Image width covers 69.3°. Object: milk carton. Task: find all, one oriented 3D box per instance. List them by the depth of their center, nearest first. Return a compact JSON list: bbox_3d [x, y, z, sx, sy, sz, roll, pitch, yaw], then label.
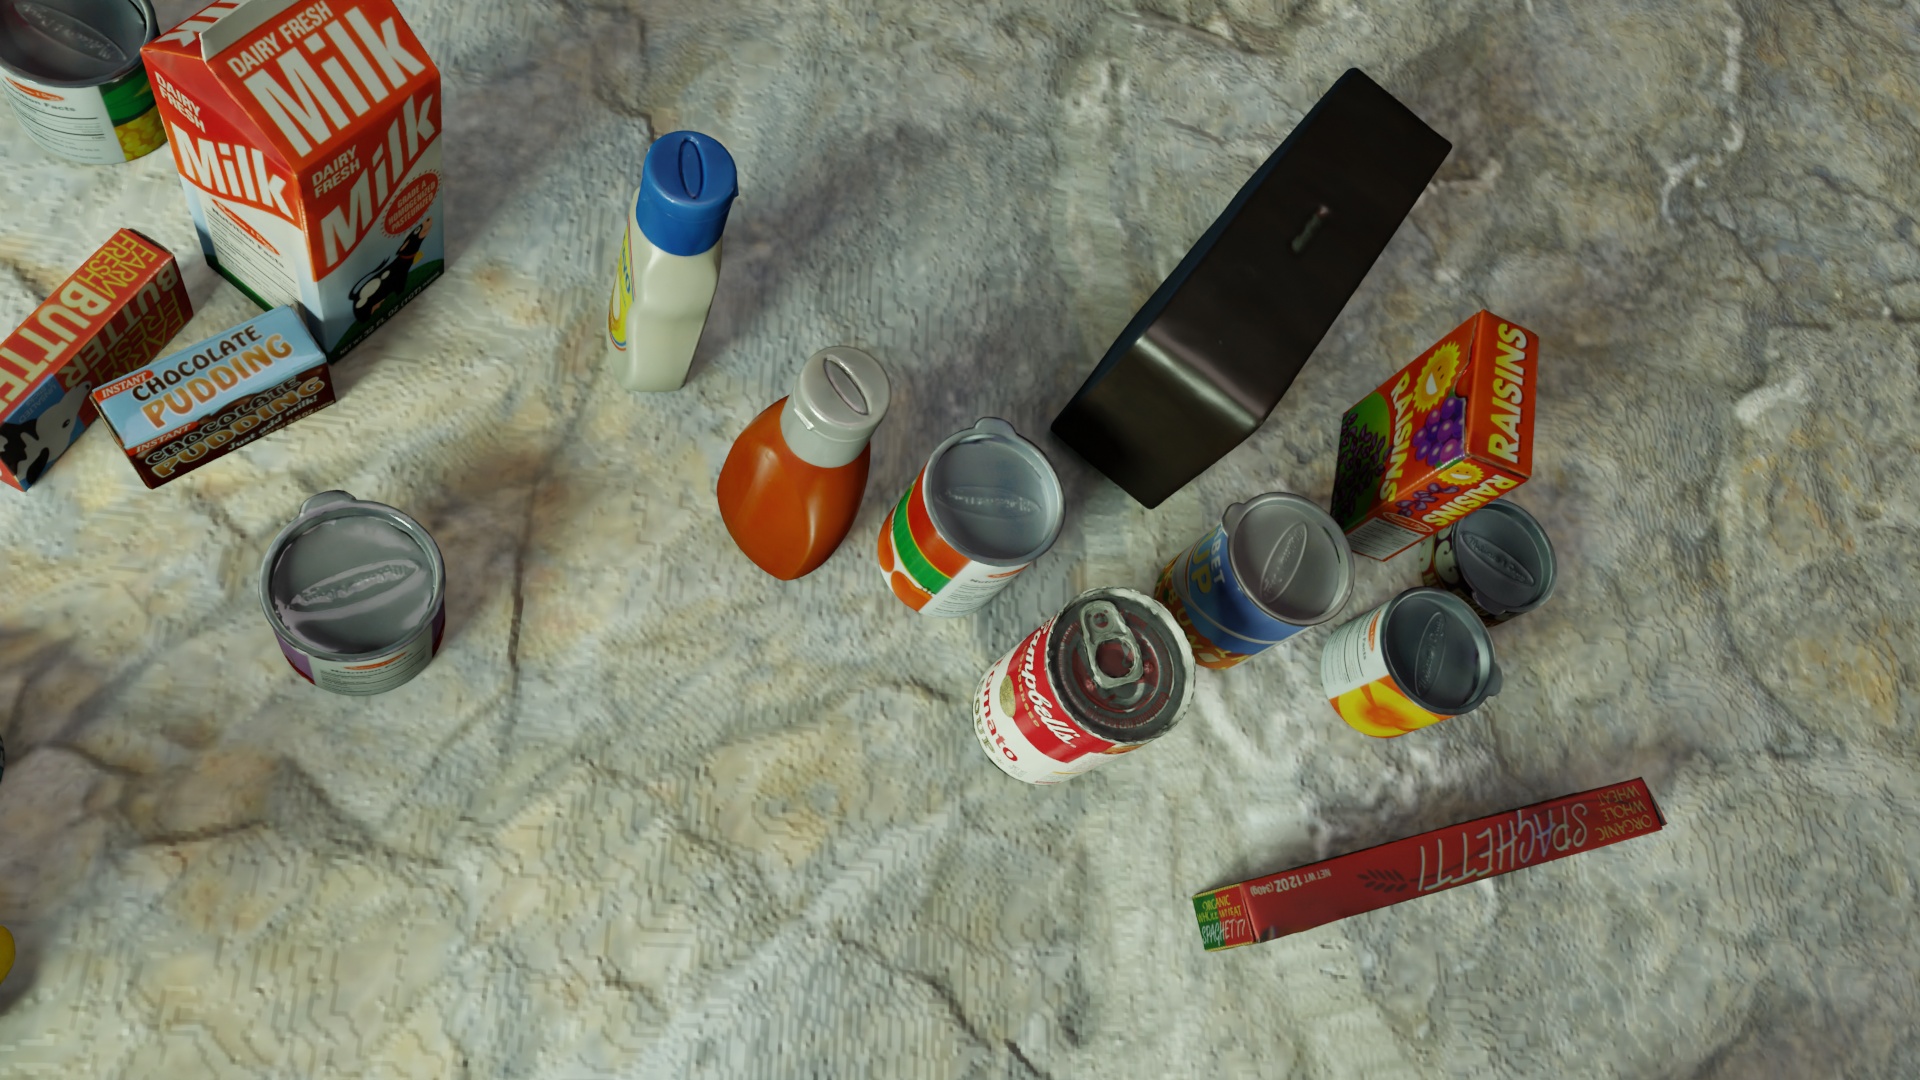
[{"bbox_3d":[-0.257,-0.155,0.549,0.073,0.189,0.072,39,63,-2],"label":"milk carton"}]

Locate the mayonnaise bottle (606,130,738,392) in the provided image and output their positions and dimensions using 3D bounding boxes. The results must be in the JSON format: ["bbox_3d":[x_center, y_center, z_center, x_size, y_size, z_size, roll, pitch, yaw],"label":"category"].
[{"bbox_3d":[-0.127,-0.121,0.604,0.041,0.147,0.065,-2,71,-20],"label":"mayonnaise bottle"}]

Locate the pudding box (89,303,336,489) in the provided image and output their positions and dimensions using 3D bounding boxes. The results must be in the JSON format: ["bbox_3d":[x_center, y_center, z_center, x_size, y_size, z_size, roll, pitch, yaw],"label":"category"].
[{"bbox_3d":[-0.306,-0.060,0.574,0.084,0.049,0.030,-34,84,-27],"label":"pudding box"}]

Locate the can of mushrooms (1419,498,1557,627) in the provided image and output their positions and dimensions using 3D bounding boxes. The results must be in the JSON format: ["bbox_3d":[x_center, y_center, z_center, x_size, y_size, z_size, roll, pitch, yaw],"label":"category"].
[{"bbox_3d":[0.288,0.014,0.762,0.071,0.033,0.071,7,68,-17],"label":"can of mushrooms"}]

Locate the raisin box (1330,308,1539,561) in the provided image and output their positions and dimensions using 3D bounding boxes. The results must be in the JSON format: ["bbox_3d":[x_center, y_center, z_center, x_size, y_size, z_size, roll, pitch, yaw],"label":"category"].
[{"bbox_3d":[0.243,-0.051,0.721,0.040,0.123,0.086,20,65,-11],"label":"raisin box"}]

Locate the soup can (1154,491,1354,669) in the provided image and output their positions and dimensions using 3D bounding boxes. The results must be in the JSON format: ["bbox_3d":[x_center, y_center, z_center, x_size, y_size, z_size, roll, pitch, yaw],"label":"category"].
[{"bbox_3d":[0.139,0.020,0.679,0.071,0.083,0.071,7,68,-17],"label":"soup can"}]

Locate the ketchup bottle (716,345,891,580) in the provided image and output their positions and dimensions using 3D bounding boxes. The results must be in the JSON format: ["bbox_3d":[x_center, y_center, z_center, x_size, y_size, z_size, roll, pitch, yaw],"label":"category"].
[{"bbox_3d":[-0.066,-0.033,0.591,0.044,0.148,0.065,-34,84,-27],"label":"ketchup bottle"}]

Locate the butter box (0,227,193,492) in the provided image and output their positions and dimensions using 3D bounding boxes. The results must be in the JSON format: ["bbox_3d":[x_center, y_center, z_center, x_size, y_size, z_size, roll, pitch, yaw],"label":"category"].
[{"bbox_3d":[-0.357,-0.073,0.559,0.024,0.053,0.104,31,63,-6],"label":"butter box"}]

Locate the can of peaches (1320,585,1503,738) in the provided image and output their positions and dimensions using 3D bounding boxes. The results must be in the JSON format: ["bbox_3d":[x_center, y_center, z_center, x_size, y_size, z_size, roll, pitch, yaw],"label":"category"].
[{"bbox_3d":[0.228,0.064,0.708,0.071,0.058,0.071,7,68,-17],"label":"can of peaches"}]

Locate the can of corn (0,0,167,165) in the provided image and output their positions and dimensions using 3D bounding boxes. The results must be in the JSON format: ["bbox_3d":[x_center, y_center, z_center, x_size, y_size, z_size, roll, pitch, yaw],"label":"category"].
[{"bbox_3d":[-0.378,-0.208,0.601,0.071,0.058,0.071,7,68,-17],"label":"can of corn"}]

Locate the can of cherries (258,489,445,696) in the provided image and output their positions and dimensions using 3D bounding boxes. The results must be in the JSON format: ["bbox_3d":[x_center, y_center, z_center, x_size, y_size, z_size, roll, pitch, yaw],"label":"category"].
[{"bbox_3d":[-0.242,0.022,0.559,0.071,0.058,0.072,7,68,-17],"label":"can of cherries"}]

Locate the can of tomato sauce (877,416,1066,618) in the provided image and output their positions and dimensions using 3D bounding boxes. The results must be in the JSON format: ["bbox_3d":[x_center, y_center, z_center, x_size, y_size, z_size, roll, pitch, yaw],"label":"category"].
[{"bbox_3d":[0.002,-0.008,0.642,0.071,0.082,0.071,7,68,-17],"label":"can of tomato sauce"}]

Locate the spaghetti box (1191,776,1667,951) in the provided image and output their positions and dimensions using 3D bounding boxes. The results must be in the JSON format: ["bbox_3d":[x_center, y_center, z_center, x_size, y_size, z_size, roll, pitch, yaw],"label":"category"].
[{"bbox_3d":[0.232,0.156,0.678,0.251,0.050,0.029,-8,73,-22],"label":"spaghetti box"}]

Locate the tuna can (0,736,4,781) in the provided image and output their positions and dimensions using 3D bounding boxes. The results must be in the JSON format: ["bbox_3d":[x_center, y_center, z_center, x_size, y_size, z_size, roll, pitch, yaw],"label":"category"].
[{"bbox_3d":[-0.385,0.079,0.501,0.071,0.032,0.071,7,68,-17],"label":"tuna can"}]
